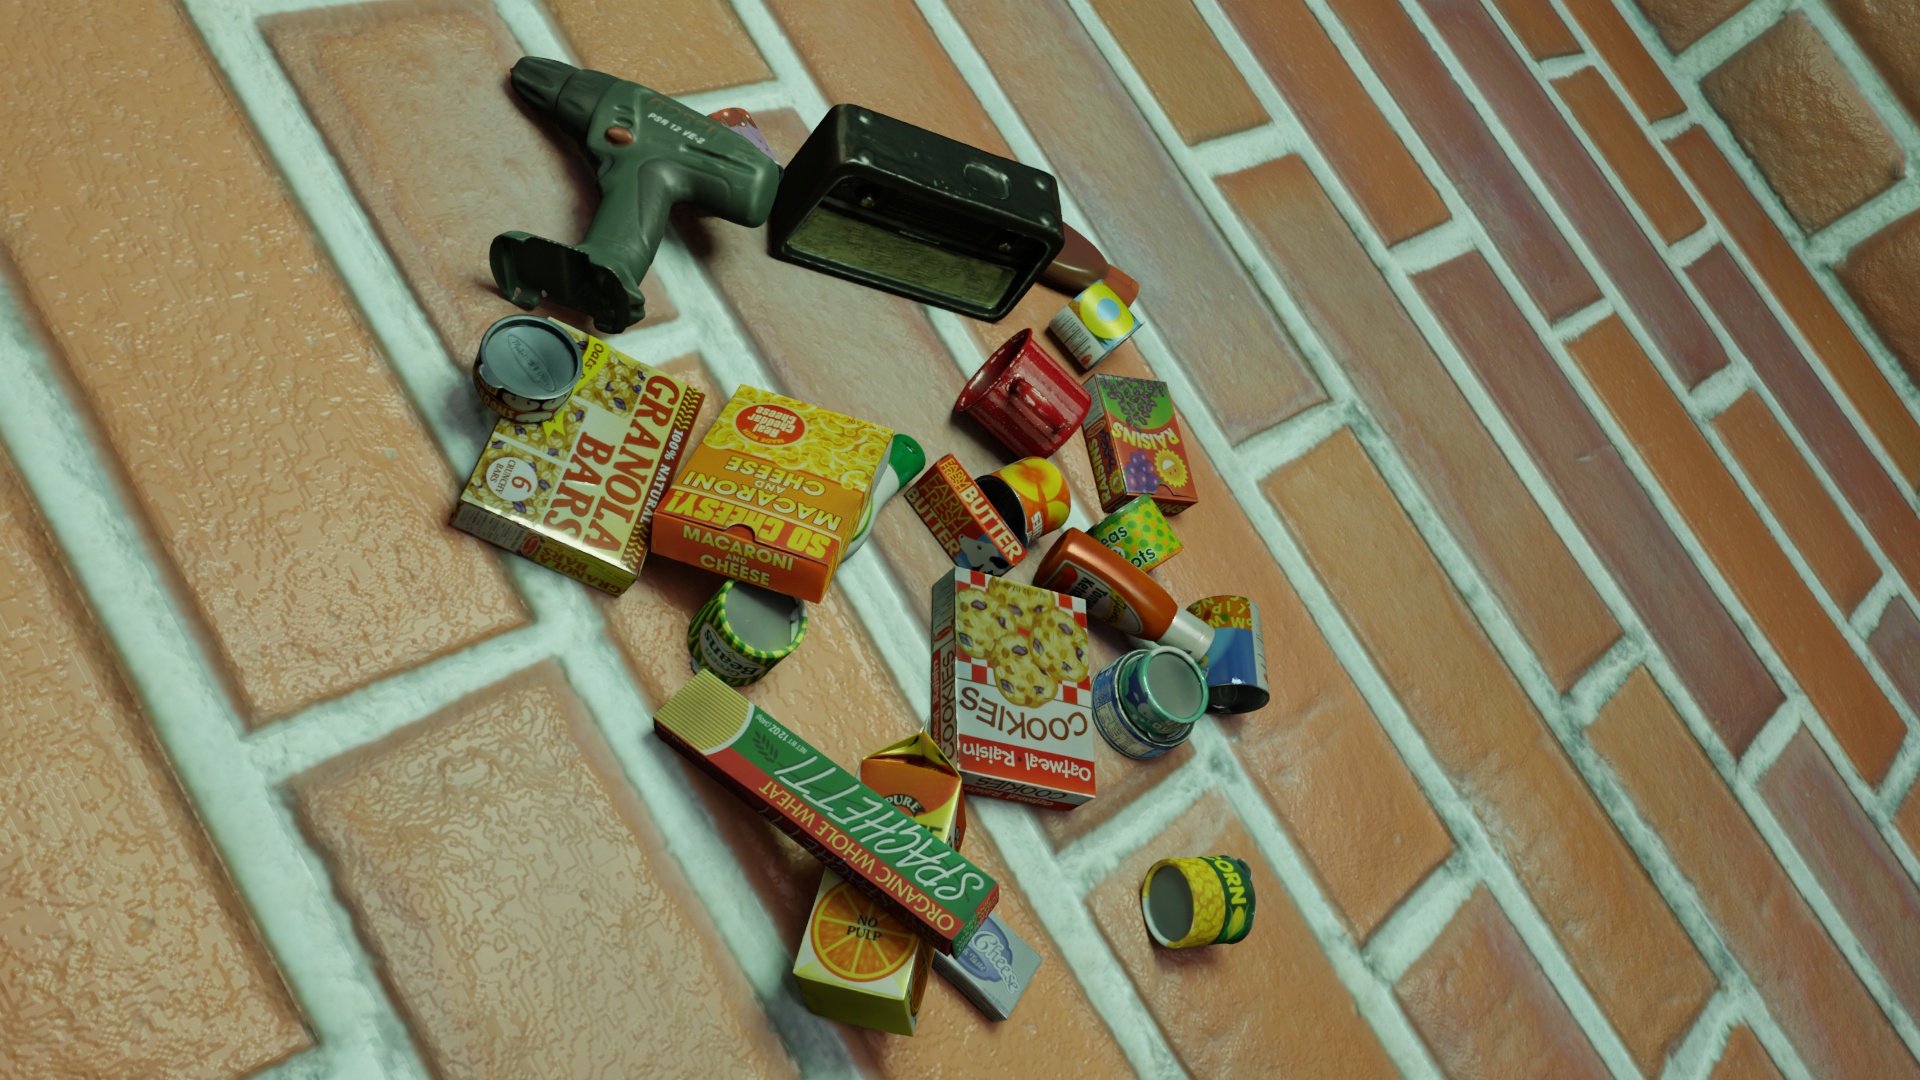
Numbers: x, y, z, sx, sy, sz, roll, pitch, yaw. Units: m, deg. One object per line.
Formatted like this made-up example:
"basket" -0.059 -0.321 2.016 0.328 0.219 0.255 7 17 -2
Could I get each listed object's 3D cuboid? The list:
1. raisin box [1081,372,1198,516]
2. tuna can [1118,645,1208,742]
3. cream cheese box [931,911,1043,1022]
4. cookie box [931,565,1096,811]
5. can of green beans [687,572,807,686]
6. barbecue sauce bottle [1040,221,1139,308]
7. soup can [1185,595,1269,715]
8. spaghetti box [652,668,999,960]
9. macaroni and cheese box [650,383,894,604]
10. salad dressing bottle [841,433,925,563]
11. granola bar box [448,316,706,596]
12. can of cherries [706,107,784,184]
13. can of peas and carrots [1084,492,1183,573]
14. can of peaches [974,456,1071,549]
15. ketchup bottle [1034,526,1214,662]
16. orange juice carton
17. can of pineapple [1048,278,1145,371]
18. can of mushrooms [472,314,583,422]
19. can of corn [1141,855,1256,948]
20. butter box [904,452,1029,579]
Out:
"raisin box" 0.159 -0.086 1.253 0.086 0.040 0.124 4 64 -33
"tuna can" 0.162 0.121 1.098 0.071 0.032 0.071 16 57 -26
"cream cheese box" 0.004 0.278 0.959 0.104 0.024 0.054 44 49 -5
"cookie box" 0.039 0.114 1.063 0.123 0.040 0.168 16 56 -26
"can of green beans" -0.146 0.060 0.956 0.071 0.057 0.071 16 58 -26
"barbecue sauce bottle" 0.100 -0.266 1.310 0.148 0.043 0.065 28 53 -19
"soup can" 0.222 0.098 1.178 0.071 0.071 0.084 17 56 -26
"spaghetti box" -0.088 0.169 0.879 0.250 0.028 0.050 32 58 20
"macaroni and cheese box" -0.129 -0.038 0.983 0.124 0.040 0.167 17 39 3
"salad dressing bottle" -0.082 -0.032 1.059 0.064 0.043 0.148 44 49 2
"granola bar box" -0.259 -0.060 0.959 0.124 0.039 0.166 26 53 -19
"can of cherries" -0.188 -0.307 1.126 0.072 0.071 0.058 -25 80 -40
"can of peas and carrots" 0.146 0.001 1.178 0.071 0.070 0.059 -29 84 -40
"can of peaches" 0.049 -0.028 1.129 0.058 0.071 0.071 -25 81 -41
"ketchup bottle" 0.137 0.048 1.136 0.149 0.064 0.044 32 55 -5
"orange juice carton" -0.043 0.214 0.914 0.073 0.071 0.194 9 54 11
"can of pineapple" 0.124 -0.199 1.274 0.058 0.070 0.071 50 49 0
"can of mushrooms" -0.290 -0.113 0.922 0.071 0.033 0.071 14 58 -24
"can of corn" 0.180 0.271 1.049 0.058 0.071 0.071 5 63 -31
"butter box" 0.004 -0.014 1.101 0.024 0.053 0.103 -35 87 -43
